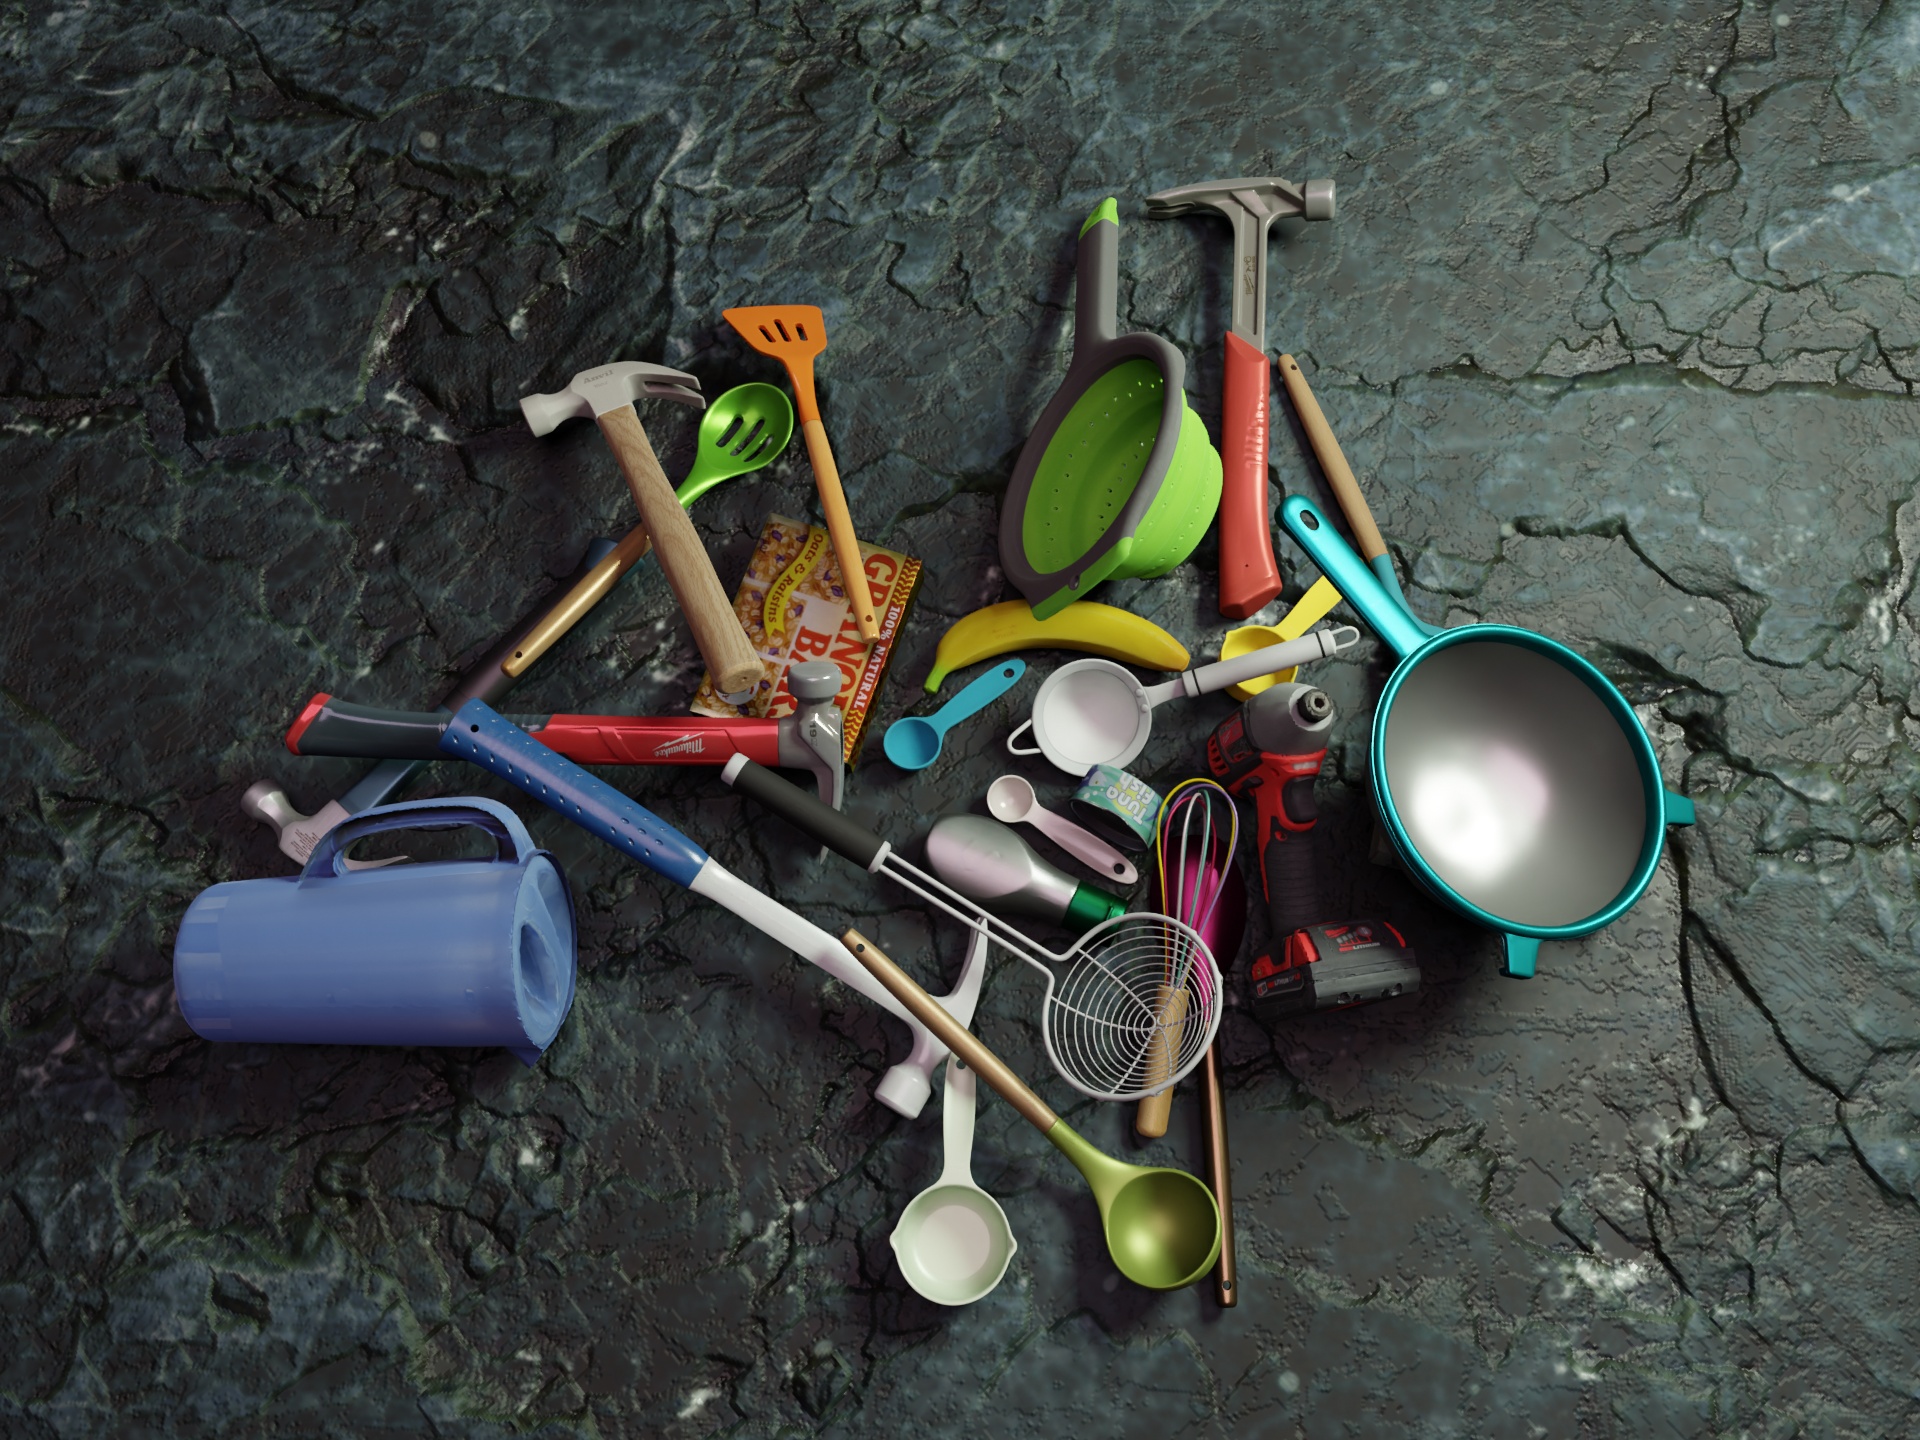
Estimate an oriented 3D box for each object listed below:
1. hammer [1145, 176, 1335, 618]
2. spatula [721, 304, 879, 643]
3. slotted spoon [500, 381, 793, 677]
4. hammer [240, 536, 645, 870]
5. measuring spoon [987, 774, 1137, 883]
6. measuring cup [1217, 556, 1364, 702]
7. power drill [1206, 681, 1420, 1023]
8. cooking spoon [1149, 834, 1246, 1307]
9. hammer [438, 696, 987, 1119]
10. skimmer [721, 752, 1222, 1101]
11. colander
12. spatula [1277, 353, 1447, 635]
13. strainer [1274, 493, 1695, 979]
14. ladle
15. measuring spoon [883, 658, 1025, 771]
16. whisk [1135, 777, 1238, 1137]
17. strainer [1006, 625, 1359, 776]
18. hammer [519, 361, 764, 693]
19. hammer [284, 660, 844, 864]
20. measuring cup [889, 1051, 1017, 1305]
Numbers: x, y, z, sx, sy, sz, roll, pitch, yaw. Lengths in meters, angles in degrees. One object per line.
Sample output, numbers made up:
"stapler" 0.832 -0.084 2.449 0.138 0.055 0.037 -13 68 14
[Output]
"hammer" 0.210 -0.254 1.226 0.149 0.036 0.359 0 75 16
"spatula" -0.107 -0.197 1.199 0.081 0.041 0.323 -8 67 -20
"slotted spoon" -0.231 -0.143 1.181 0.070 0.031 0.314 32 62 12
"hammer" -0.365 -0.015 1.174 0.128 0.033 0.331 40 78 13
"measuring spoon" 0.074 0.082 1.146 0.124 0.018 0.034 33 81 4
"measuring cup" 0.250 -0.069 1.186 0.062 0.029 0.156 42 66 13
"power drill" 0.231 0.085 1.072 0.078 0.143 0.220 -6 74 -15
"cooking spoon" 0.171 0.233 1.091 0.069 0.017 0.319 -2 72 2
"hammer" -0.166 0.105 1.084 0.405 0.035 0.144 33 75 -4
"skimmer" -0.001 0.118 1.042 0.363 0.090 0.127 31 80 4
"colander" 0.128 -0.238 1.200 0.094 0.204 0.397 23 53 -26
"spatula" 0.311 -0.150 1.195 0.082 0.044 0.318 -13 70 -22
"strainer" 0.309 0.000 1.061 0.211 0.095 0.340 -35 81 -23
"ladle" 0.041 0.249 1.046 0.320 0.062 0.078 42 79 4
"measuring spoon" -0.002 -0.004 1.174 0.128 0.021 0.042 -36 69 -19
"whisk" 0.145 0.160 1.087 0.047 0.051 0.245 11 86 -21
"strainer" 0.158 -0.023 1.137 0.258 0.050 0.087 -17 101 11
"hammer" -0.212 -0.148 1.148 0.130 0.031 0.332 -24 57 -9
"hammer" -0.275 0.028 1.117 0.386 0.038 0.143 1 109 1
"measuring cup" -0.002 0.303 1.065 0.083 0.038 0.168 2 70 2
